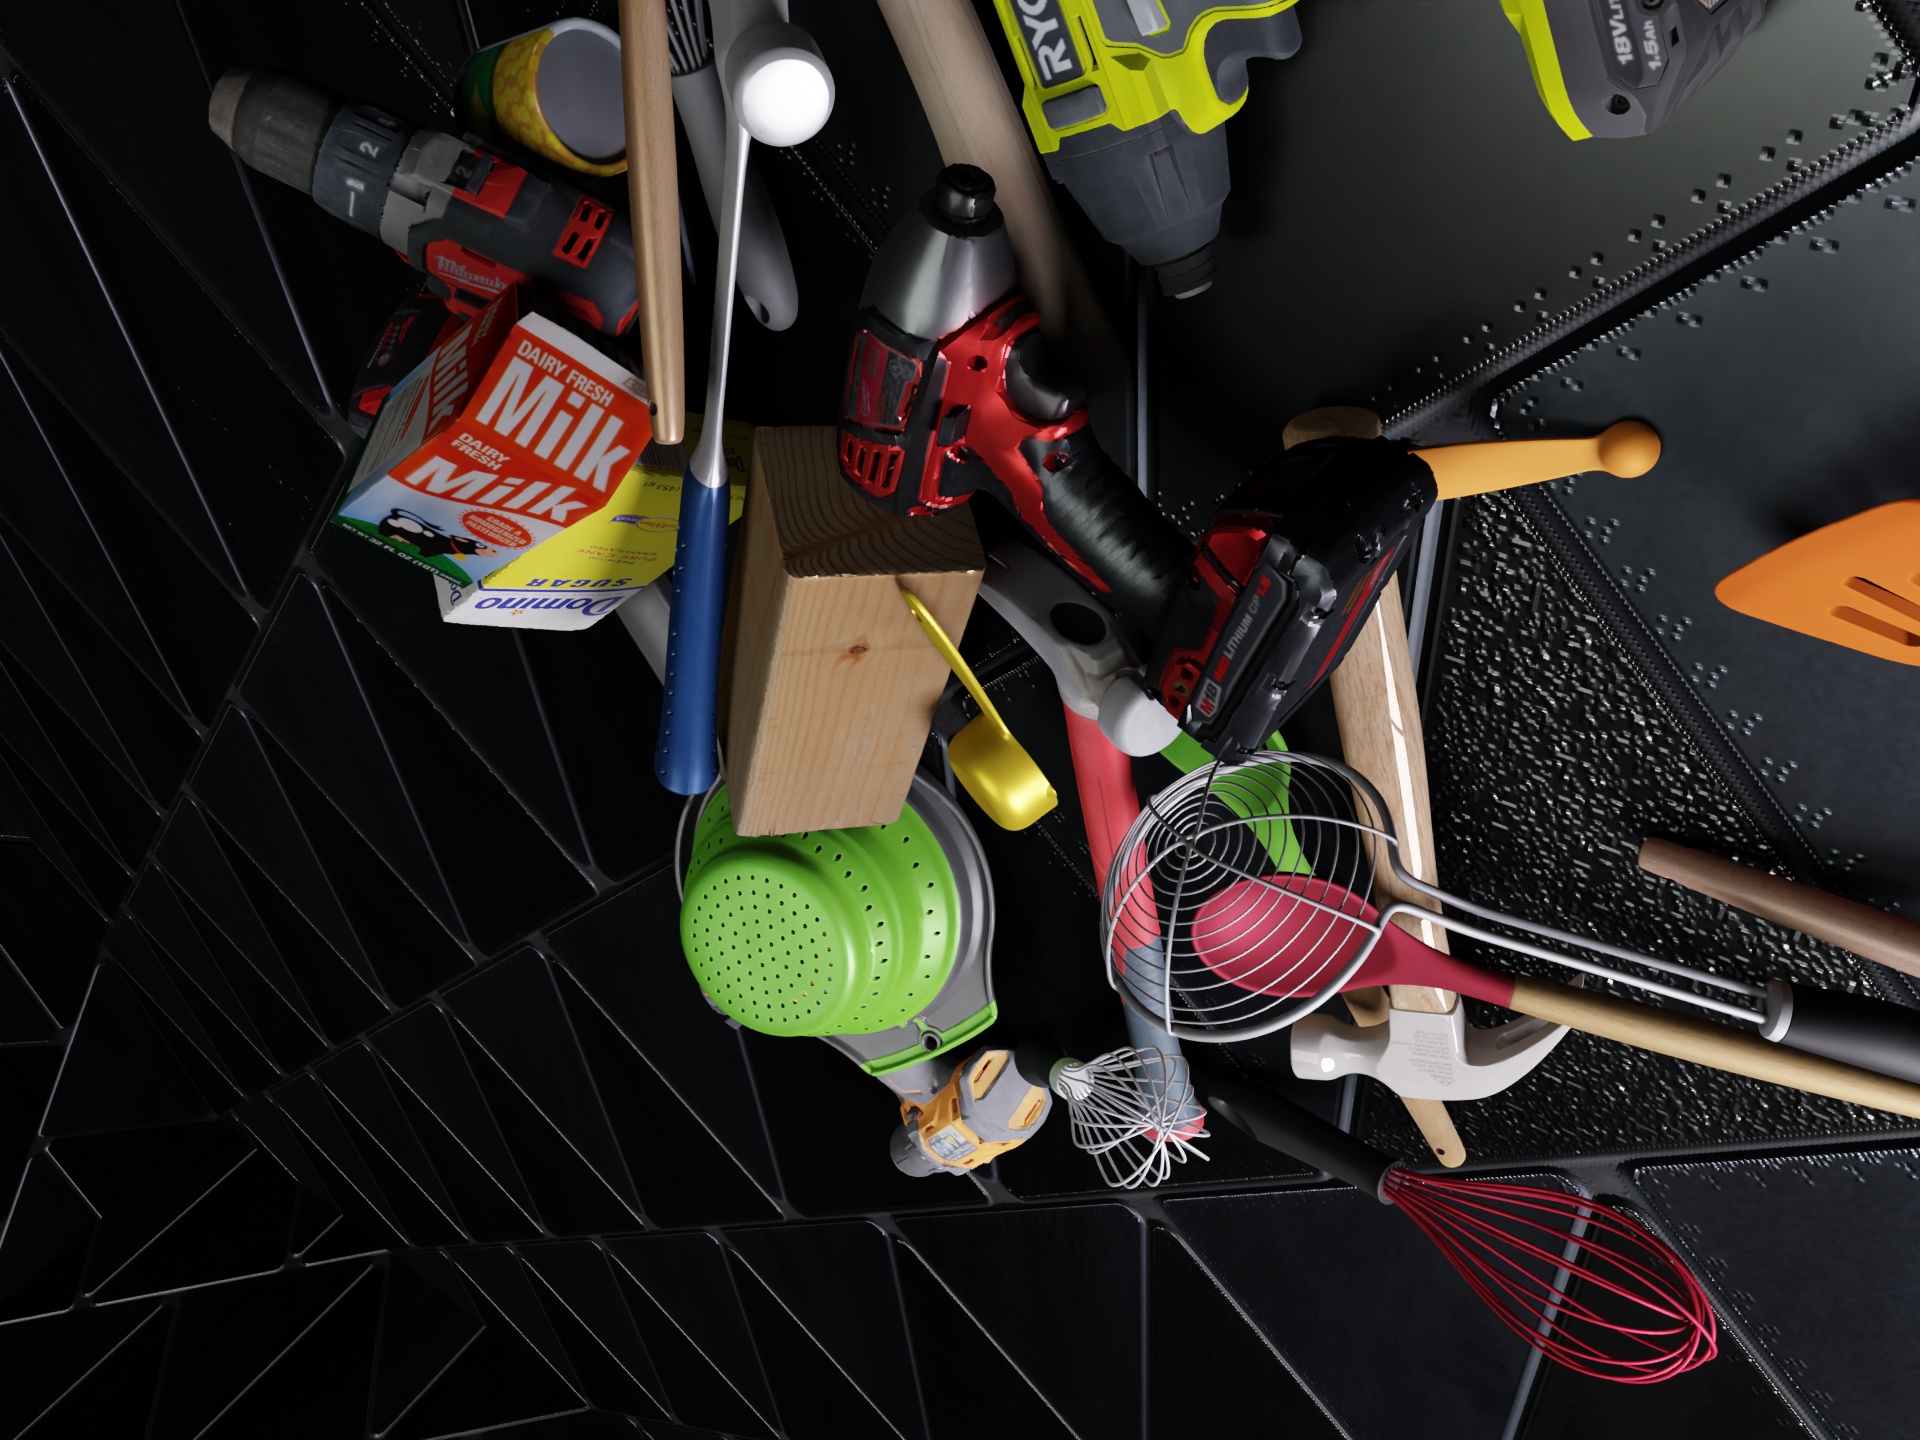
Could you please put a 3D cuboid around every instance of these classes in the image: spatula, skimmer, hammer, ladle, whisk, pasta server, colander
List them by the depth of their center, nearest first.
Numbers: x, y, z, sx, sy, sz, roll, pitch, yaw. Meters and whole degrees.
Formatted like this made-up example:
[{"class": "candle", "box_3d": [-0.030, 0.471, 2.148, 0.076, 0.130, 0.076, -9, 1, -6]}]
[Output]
[{"class": "spatula", "box_3d": [0.374, 0.047, 0.487, 0.322, 0.041, 0.081, 45, 157, -2]}, {"class": "pasta server", "box_3d": [0.377, 0.106, 0.521, 0.316, 0.040, 0.060, 23, 180, 39]}, {"class": "hammer", "box_3d": [-0.030, -0.301, 0.552, 0.146, 0.038, 0.410, -5, 122, 46]}, {"class": "spatula", "box_3d": [-0.125, -0.258, 0.575, 0.082, 0.044, 0.317, 20, 118, 44]}, {"class": "skimmer", "box_3d": [0.234, 0.100, 0.605, 0.363, 0.127, 0.090, 16, 152, 6]}, {"class": "ladle", "box_3d": [0.250, 0.116, 0.642, 0.315, 0.031, 0.069, 13, 128, 18]}, {"class": "hammer", "box_3d": [0.180, 0.029, 0.657, 0.130, 0.031, 0.331, 0, 122, 28]}, {"class": "whisk", "box_3d": [-0.114, -0.269, 0.659, 0.055, 0.055, 0.238, 15, 139, 35]}, {"class": "hammer", "box_3d": [-0.108, -0.122, 0.688, 0.405, 0.035, 0.144, 104, 154, -44]}, {"class": "whisk", "box_3d": [0.228, 0.236, 0.781, 0.296, 0.073, 0.073, 18, 138, 52]}, {"class": "hammer", "box_3d": [0.077, 0.087, 0.810, 0.143, 0.038, 0.385, 47, 160, 44]}, {"class": "whisk", "box_3d": [0.068, 0.201, 0.864, 0.070, 0.070, 0.284, 48, 169, -4]}, {"class": "colander", "box_3d": [-0.134, 0.042, 0.899, 0.204, 0.094, 0.397, -31, 93, 29]}]

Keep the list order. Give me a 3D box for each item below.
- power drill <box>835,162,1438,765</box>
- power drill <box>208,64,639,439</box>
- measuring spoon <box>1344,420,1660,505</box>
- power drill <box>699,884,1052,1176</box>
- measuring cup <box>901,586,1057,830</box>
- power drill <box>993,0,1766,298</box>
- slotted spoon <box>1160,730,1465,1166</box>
[{"class": "power drill", "box_3d": [0.050, -0.098, 0.580, 0.220, 0.078, 0.143, 37, 142, 17]}, {"class": "power drill", "box_3d": [-0.247, -0.201, 0.748, 0.187, 0.080, 0.226, 23, 159, -11]}, {"class": "measuring spoon", "box_3d": [0.179, -0.086, 0.550, 0.117, 0.011, 0.021, -4, 119, 28]}, {"class": "power drill", "box_3d": [-0.064, 0.219, 1.067, 0.226, 0.084, 0.185, 39, 146, 0]}, {"class": "measuring cup", "box_3d": [-0.001, -0.002, 0.715, 0.062, 0.029, 0.156, 43, 171, 43]}, {"class": "power drill", "box_3d": [0.106, -0.218, 0.466, 0.223, 0.080, 0.171, 4, 128, 47]}, {"class": "slotted spoon", "box_3d": [0.173, 0.098, 0.753, 0.070, 0.031, 0.313, -8, 121, 48]}]
